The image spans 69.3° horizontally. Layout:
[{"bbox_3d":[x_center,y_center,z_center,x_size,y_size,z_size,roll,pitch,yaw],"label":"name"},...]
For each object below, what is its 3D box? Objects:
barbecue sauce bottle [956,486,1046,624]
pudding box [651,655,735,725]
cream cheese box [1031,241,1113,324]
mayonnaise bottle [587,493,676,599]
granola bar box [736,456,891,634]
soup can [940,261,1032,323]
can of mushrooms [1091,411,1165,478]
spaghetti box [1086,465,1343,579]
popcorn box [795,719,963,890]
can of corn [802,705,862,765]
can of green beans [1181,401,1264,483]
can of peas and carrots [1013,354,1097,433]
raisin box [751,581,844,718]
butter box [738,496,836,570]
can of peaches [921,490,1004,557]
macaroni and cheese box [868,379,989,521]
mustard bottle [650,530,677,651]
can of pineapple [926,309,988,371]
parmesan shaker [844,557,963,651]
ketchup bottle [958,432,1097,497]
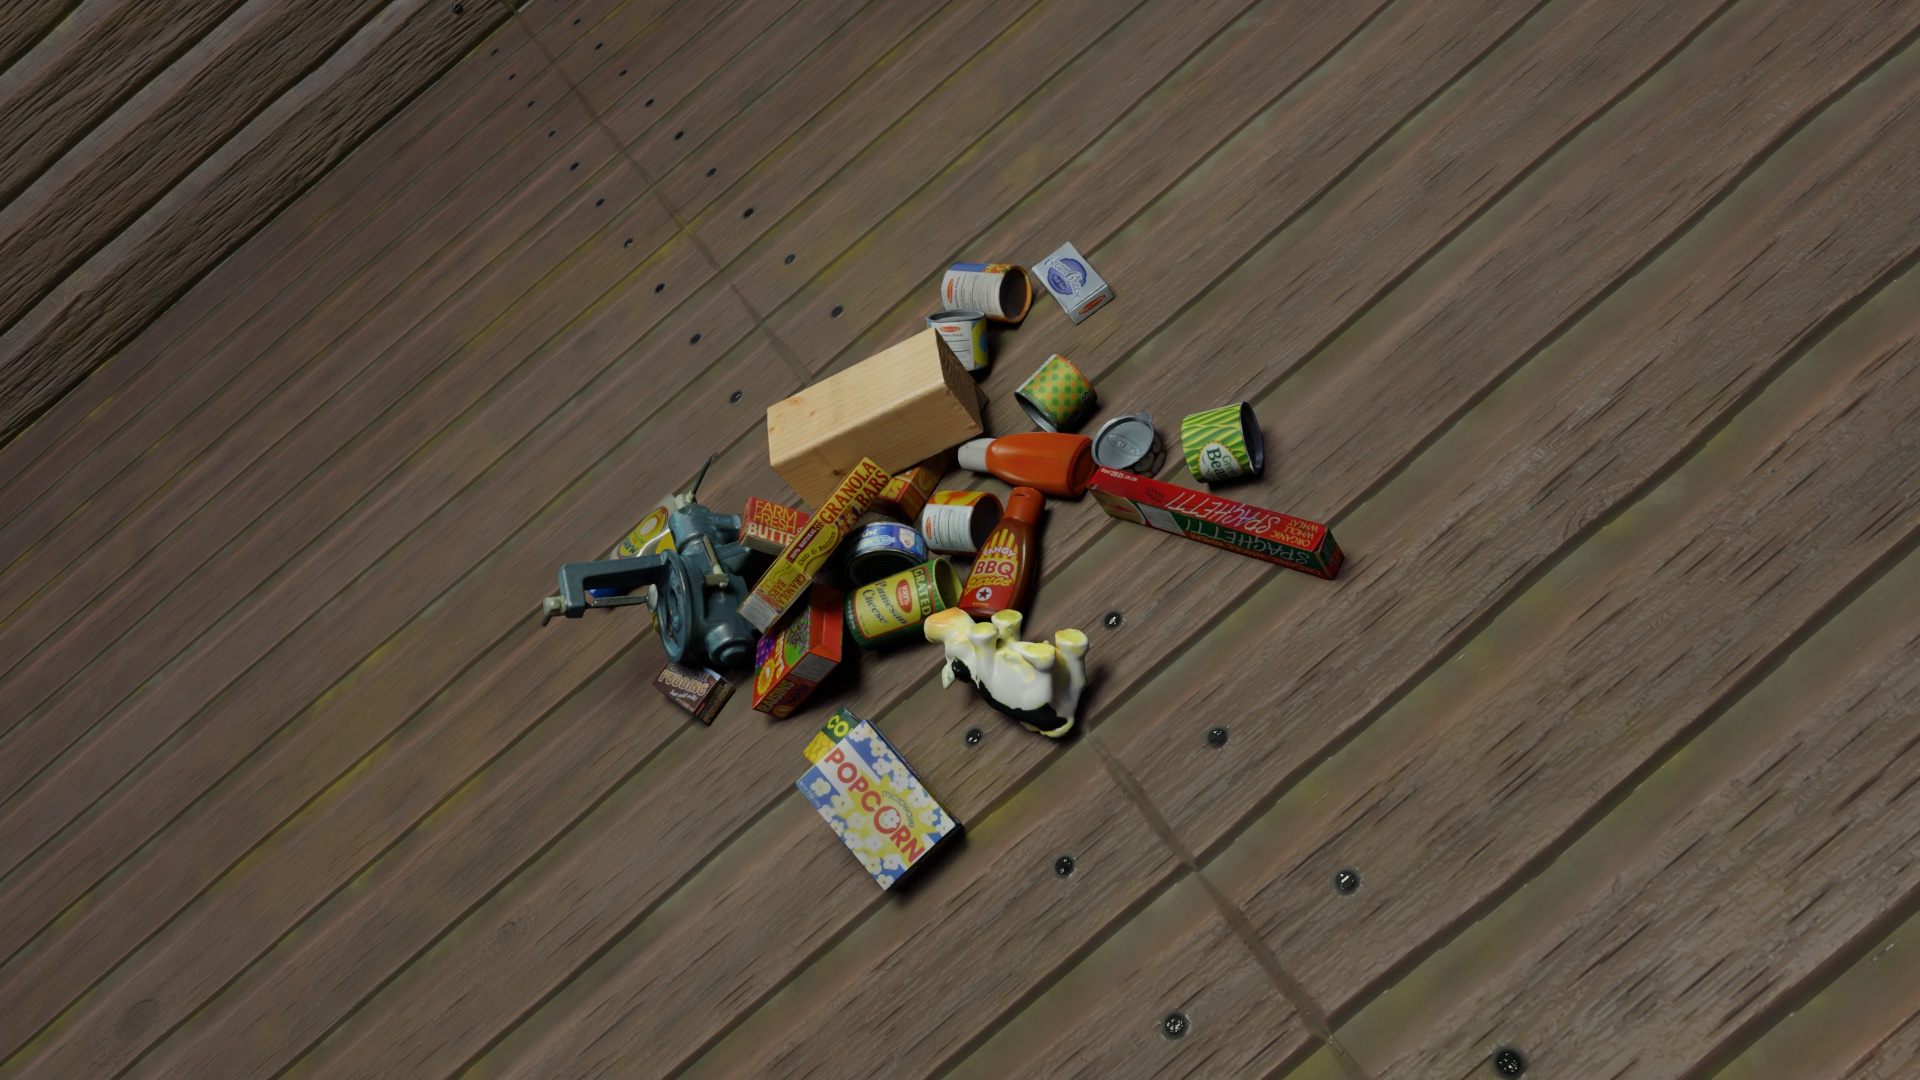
[{"bbox_3d":[0.046,0.018,1.347,0.065,0.043,0.149,3,58,30],"label":"barbecue sauce bottle"},{"bbox_3d":[-0.282,0.154,1.469,0.084,0.030,0.050,24,71,43],"label":"pudding box"},{"bbox_3d":[0.124,-0.288,1.547,0.053,0.024,0.104,-35,45,5],"label":"cream cheese box"},{"bbox_3d":[-0.375,0.014,1.632,0.148,0.041,0.065,-45,44,-5],"label":"mayonnaise bottle"},{"bbox_3d":[-0.147,0.003,1.394,0.123,0.039,0.166,-45,8,48],"label":"granola bar box"},{"bbox_3d":[0.031,-0.281,1.577,0.084,0.071,0.071,12,64,38],"label":"soup can"},{"bbox_3d":[0.166,-0.090,1.358,0.071,0.033,0.071,-18,48,22],"label":"can of mushrooms"},{"bbox_3d":[0.225,-0.018,1.252,0.250,0.050,0.029,19,70,41],"label":"spaghetti box"},{"bbox_3d":[-0.072,0.232,1.222,0.085,0.038,0.127,-42,75,-2],"label":"popcorn box"},{"bbox_3d":[-0.104,0.195,1.290,0.058,0.071,0.071,-50,45,-8],"label":"can of corn"},{"bbox_3d":[0.243,-0.090,1.285,0.057,0.071,0.071,-13,51,26],"label":"can of green beans"},{"bbox_3d":[0.100,-0.147,1.426,0.059,0.070,0.071,-45,44,-5],"label":"can of peas and carrots"},{"bbox_3d":[-0.161,0.110,1.379,0.122,0.040,0.086,-45,35,40],"label":"raisin box"},{"bbox_3d":[-0.183,-0.007,1.482,0.024,0.103,0.053,-51,29,45],"label":"butter box"},{"bbox_3d":[0.005,-0.017,1.388,0.058,0.071,0.071,3,59,36],"label":"can of peaches"},{"bbox_3d":[-0.062,-0.109,1.521,0.124,0.040,0.167,15,66,41],"label":"macaroni and cheese box"},{"bbox_3d":[-0.316,0.059,1.553,0.065,0.048,0.161,-16,50,25],"label":"mustard bottle"},{"bbox_3d":[-0.002,-0.222,1.539,0.071,0.057,0.071,-4,19,1],"label":"can of pineapple"},{"bbox_3d":[-0.054,0.067,1.361,0.103,0.071,0.072,-20,48,20],"label":"parmesan shaker"},{"bbox_3d":[0.065,-0.082,1.413,0.149,0.043,0.065,10,62,38],"label":"ketchup bottle"}]
